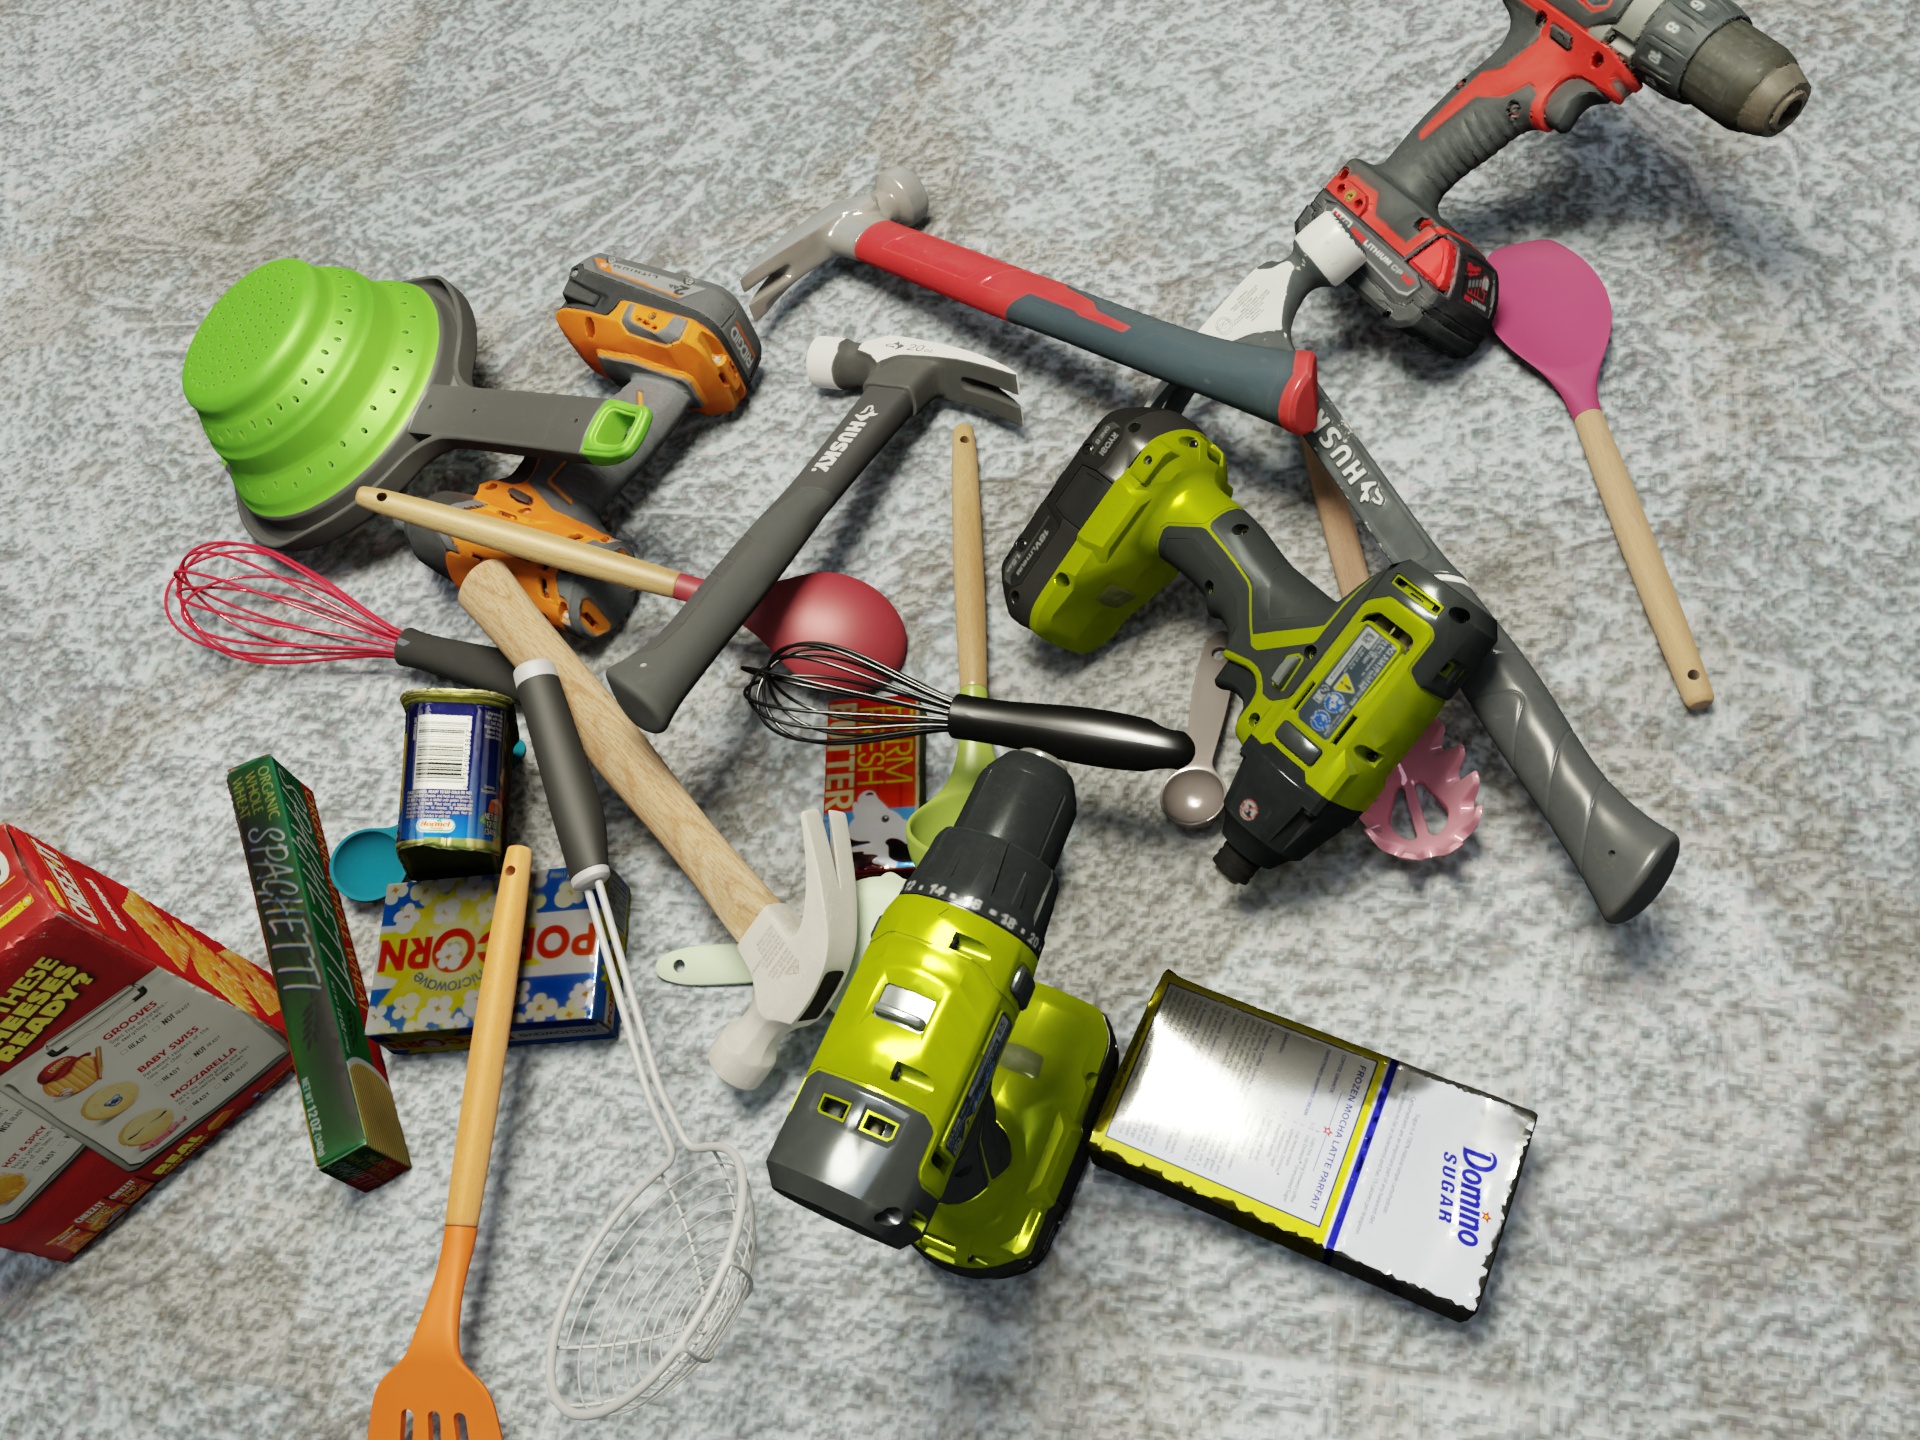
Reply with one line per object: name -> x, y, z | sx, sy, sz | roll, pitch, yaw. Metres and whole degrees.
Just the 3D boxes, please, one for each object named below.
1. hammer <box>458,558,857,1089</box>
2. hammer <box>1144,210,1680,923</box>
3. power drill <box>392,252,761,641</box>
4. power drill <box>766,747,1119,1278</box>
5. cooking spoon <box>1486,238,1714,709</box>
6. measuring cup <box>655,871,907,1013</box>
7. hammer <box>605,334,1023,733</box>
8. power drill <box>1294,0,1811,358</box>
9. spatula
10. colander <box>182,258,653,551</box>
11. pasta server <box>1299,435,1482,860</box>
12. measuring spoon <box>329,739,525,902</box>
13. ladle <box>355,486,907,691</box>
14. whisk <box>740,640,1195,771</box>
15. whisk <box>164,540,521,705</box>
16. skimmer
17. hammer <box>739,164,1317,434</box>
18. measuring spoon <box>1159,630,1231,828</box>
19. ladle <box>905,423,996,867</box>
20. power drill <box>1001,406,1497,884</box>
hammer -> -0.167, 0.025, 0.824 | 0.332, 0.031, 0.130 | 46, 110, 27
hammer -> 0.223, -0.078, 0.794 | 0.149, 0.036, 0.409 | -38, 55, 22
power drill -> -0.238, -0.170, 0.970 | 0.164, 0.084, 0.226 | 20, 72, 21
power drill -> 0.009, 0.134, 0.666 | 0.080, 0.228, 0.191 | 18, 67, 20
cooking spoon -> 0.349, -0.145, 0.867 | 0.069, 0.017, 0.319 | -11, 60, 7
measuring cup -> -0.083, 0.119, 0.797 | 0.167, 0.038, 0.083 | -6, 77, 15
hammer -> -0.085, -0.112, 0.870 | 0.146, 0.035, 0.335 | 12, 47, 23
power drill -> 0.313, -0.307, 0.858 | 0.226, 0.080, 0.188 | -51, 57, 26
spatula -> -0.232, 0.218, 0.762 | 0.081, 0.041, 0.323 | -2, 67, 10
colander -> -0.342, -0.201, 0.933 | 0.397, 0.094, 0.204 | 12, 72, 36
pasta server -> 0.211, -0.064, 0.841 | 0.060, 0.040, 0.317 | -13, 59, 11
measuring spoon -> -0.297, 0.056, 0.899 | 0.042, 0.021, 0.128 | 44, 68, 10
ladle -> -0.181, -0.082, 0.881 | 0.315, 0.031, 0.069 | 16, 69, 0
whisk -> -0.001, -0.004, 0.785 | 0.239, 0.055, 0.055 | 9, 64, 19
whisk -> -0.345, -0.049, 0.942 | 0.296, 0.073, 0.073 | 15, 66, 12
skimmer -> -0.180, 0.129, 0.746 | 0.127, 0.090, 0.364 | -33, 67, 30
hammer -> 0.036, -0.231, 0.915 | 0.143, 0.038, 0.387 | -41, 50, -21
measuring spoon -> 0.130, 0.006, 0.837 | 0.034, 0.018, 0.124 | 2, 56, 21
ladle -> 0.008, -0.045, 0.864 | 0.078, 0.062, 0.320 | 1, 58, -5
power drill -> 0.128, -0.042, 0.791 | 0.223, 0.080, 0.171 | 46, 108, 35
